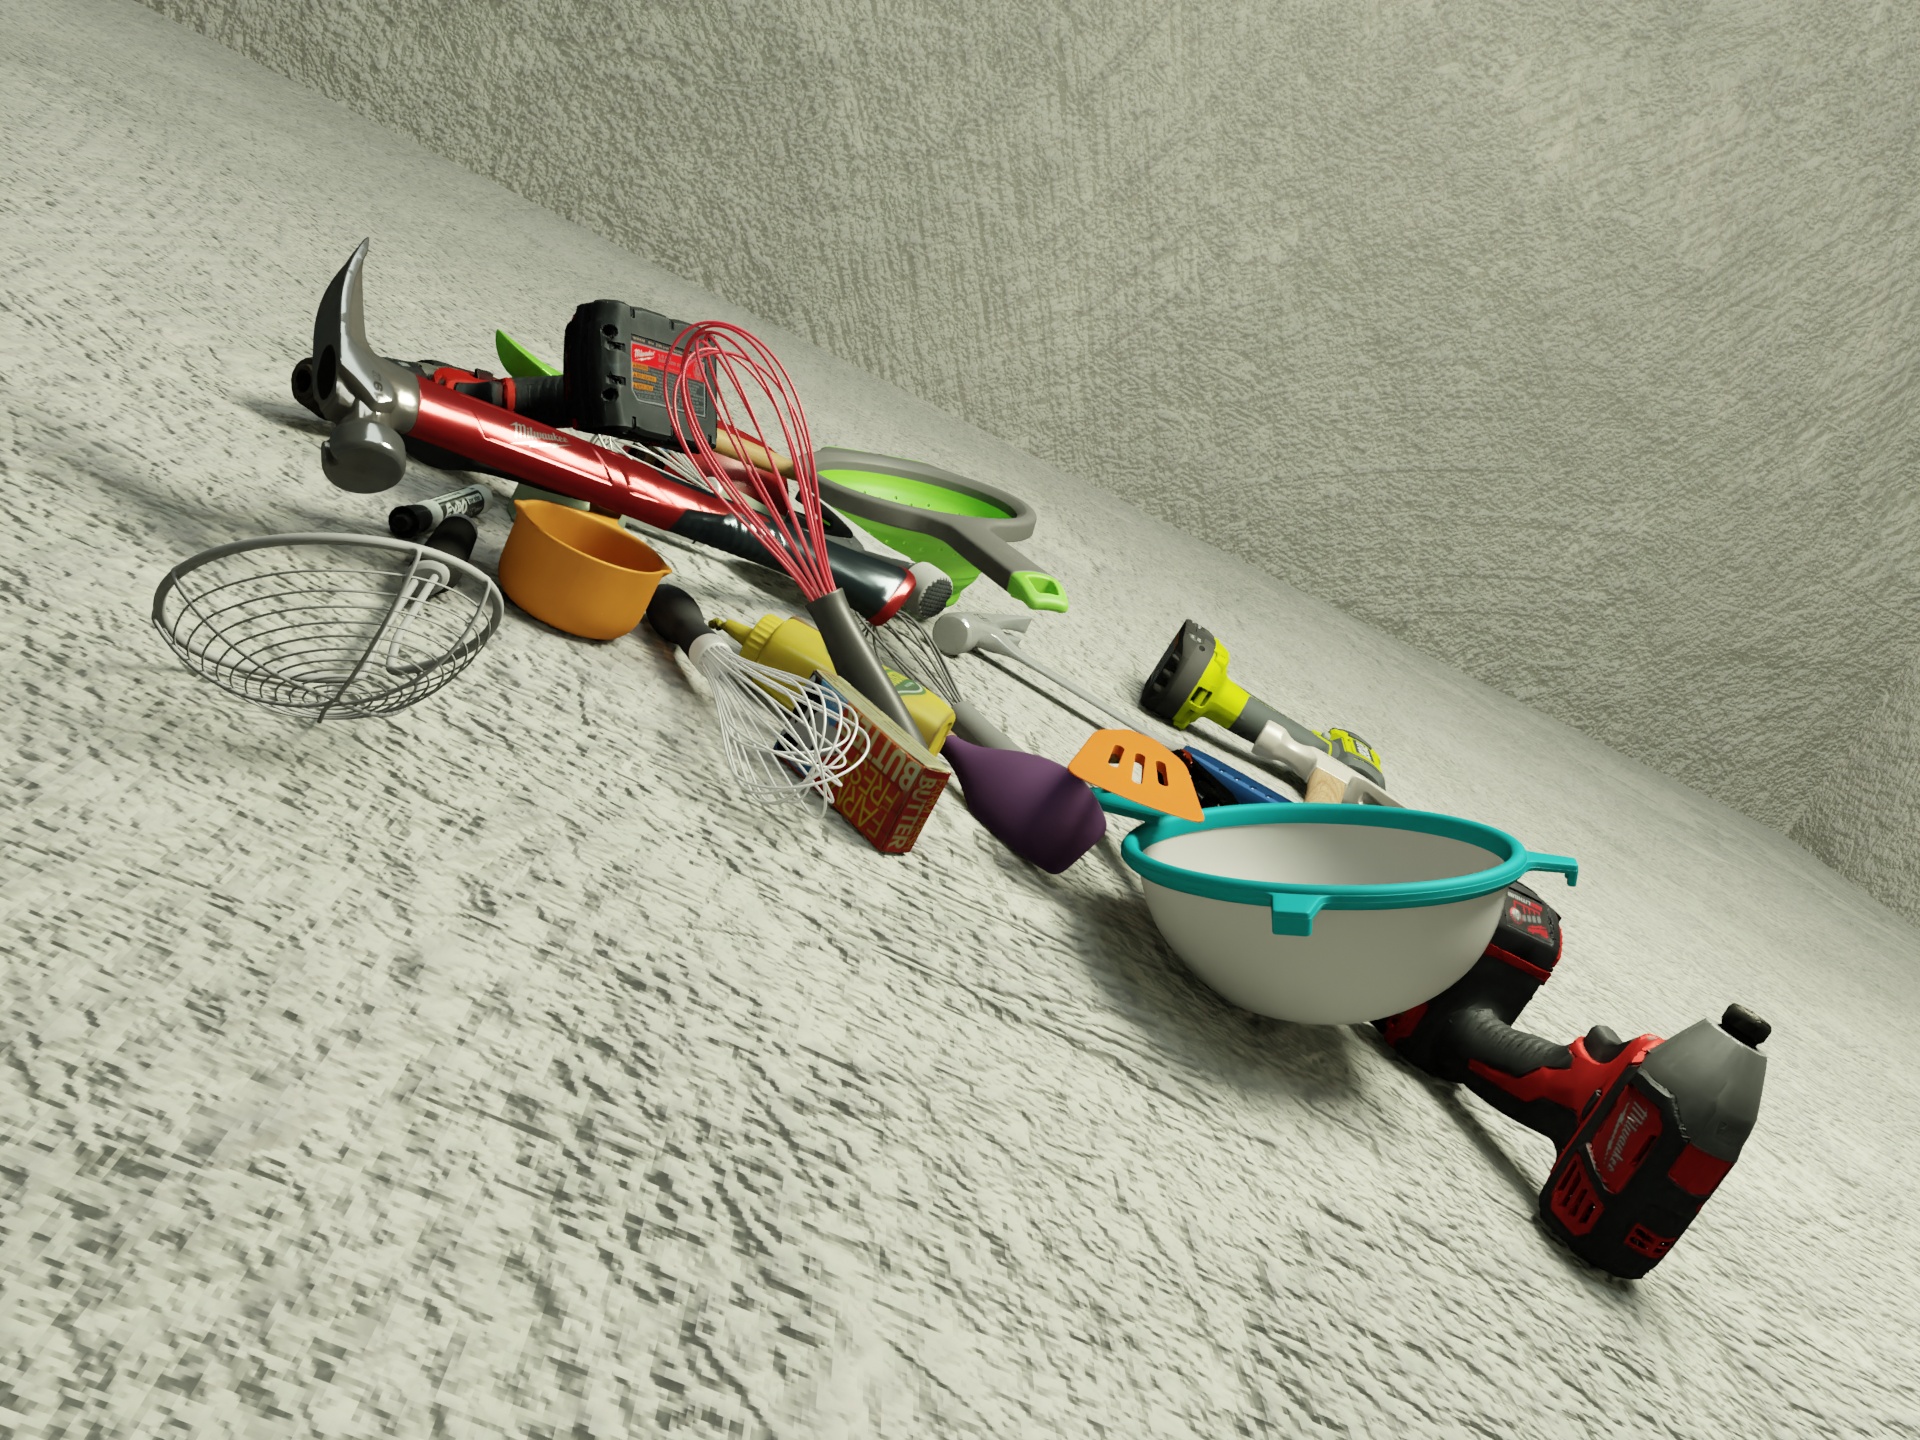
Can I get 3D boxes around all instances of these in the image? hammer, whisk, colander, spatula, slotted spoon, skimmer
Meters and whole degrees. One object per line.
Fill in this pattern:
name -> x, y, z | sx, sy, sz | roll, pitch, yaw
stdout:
hammer -> 0.170, 0.020, 1.274 | 0.406, 0.035, 0.144 | 32, 16, 15
whisk -> -0.200, -0.180, 1.228 | 0.246, 0.058, 0.059 | 23, 42, -61
whisk -> -0.085, -0.087, 0.892 | 0.296, 0.073, 0.073 | 64, 16, -4
hammer -> -0.176, -0.139, 0.906 | 0.386, 0.038, 0.143 | 18, 49, -44
hammer -> 0.258, 0.073, 1.135 | 0.130, 0.031, 0.331 | 29, 18, 8
whisk -> -0.128, -0.024, 0.874 | 0.070, 0.070, 0.285 | 18, 13, -33
colander -> -0.017, -0.120, 1.247 | 0.204, 0.094, 0.397 | 6, 20, -24
spatula -> -0.021, 0.002, 1.000 | 0.316, 0.060, 0.018 | 36, -18, 42
spatula -> 0.100, 0.028, 1.027 | 0.081, 0.041, 0.322 | 21, -1, -1
whisk -> -0.002, -0.004, 1.038 | 0.055, 0.055, 0.239 | 10, 27, -49
slotted spoon -> -0.230, -0.234, 1.241 | 0.313, 0.031, 0.070 | 15, 21, -48
skimmer -> -0.265, -0.080, 0.745 | 0.127, 0.090, 0.363 | -7, 20, -7
hammer -> -0.174, -0.139, 1.011 | 0.149, 0.036, 0.408 | 37, 16, 33

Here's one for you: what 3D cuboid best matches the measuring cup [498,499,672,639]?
measuring cup -> -0.224, -0.097, 0.947 | 0.095, 0.052, 0.174 | 24, 14, -15

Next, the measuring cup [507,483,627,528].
measuring cup -> -0.228, -0.121, 1.039 | 0.168, 0.038, 0.083 | 35, 16, 32

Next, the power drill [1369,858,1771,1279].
power drill -> 0.317, 0.169, 0.837 | 0.078, 0.143, 0.220 | 24, 13, -25

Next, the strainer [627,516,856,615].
strainer -> -0.184, -0.138, 1.179 | 0.258, 0.050, 0.087 | 17, 3, -26

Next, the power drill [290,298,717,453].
power drill -> -0.290, -0.211, 1.022 | 0.227, 0.080, 0.187 | -1, 0, 29

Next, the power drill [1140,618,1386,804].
power drill -> 0.283, 0.001, 1.466 | 0.223, 0.080, 0.171 | 32, 16, 1

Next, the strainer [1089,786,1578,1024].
strainer -> 0.163, 0.102, 0.910 | 0.211, 0.095, 0.340 | -6, 8, -27
